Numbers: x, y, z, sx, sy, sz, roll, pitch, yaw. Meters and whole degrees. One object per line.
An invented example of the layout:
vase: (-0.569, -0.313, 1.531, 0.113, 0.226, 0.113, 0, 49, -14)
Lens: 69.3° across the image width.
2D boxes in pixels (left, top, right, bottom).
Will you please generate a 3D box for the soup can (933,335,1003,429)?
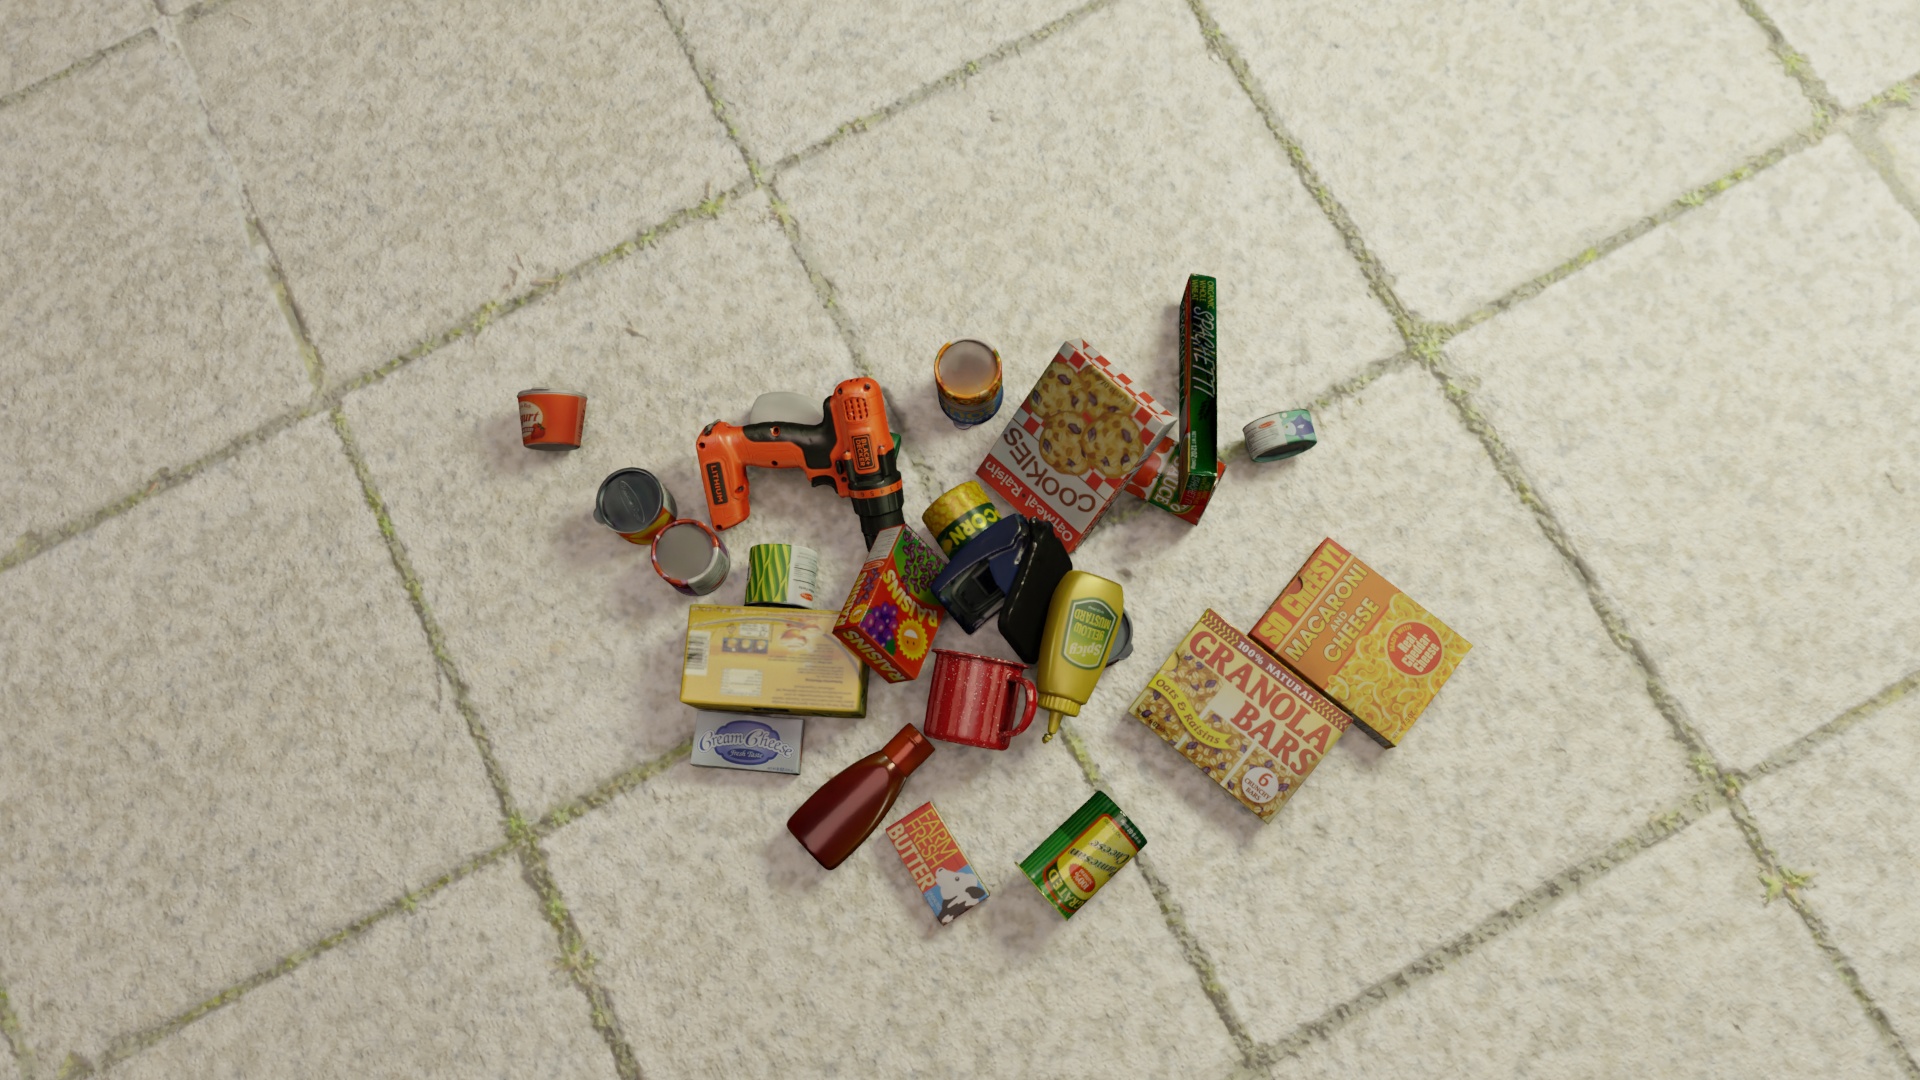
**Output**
soup can: (0.008, -0.154, 1.359, 0.071, 0.083, 0.071, -1, 78, 3)

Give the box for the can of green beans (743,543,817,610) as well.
can of green beans: (-0.172, 0.038, 1.332, 0.071, 0.071, 0.058, 3, 77, 3)

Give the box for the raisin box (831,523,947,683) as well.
raisin box: (-0.059, 0.059, 1.292, 0.040, 0.086, 0.124, -14, 41, 41)

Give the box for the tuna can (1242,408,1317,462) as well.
tuna can: (0.311, -0.101, 1.344, 0.071, 0.071, 0.033, -12, 78, 0)

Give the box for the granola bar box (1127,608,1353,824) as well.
granola bar box: (0.257, 0.161, 1.285, 0.166, 0.039, 0.124, 39, 92, 11)

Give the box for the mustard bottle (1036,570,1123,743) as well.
mustard bottle: (0.103, 0.109, 1.272, 0.065, 0.048, 0.160, 18, 80, -14)

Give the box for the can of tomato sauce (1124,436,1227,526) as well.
can of tomato sauce: (0.205, -0.061, 1.335, 0.083, 0.071, 0.071, 27, 80, 9)

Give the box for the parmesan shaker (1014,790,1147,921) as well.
parmesan shaker: (0.109, 0.283, 1.259, 0.103, 0.071, 0.071, -42, 79, -7)

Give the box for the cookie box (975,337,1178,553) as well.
cookie box: (0.107, -0.088, 1.315, 0.123, 0.040, 0.166, 42, 120, 13)

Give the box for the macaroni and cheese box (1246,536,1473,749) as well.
macaroni and cheese box: (0.373, 0.095, 1.306, 0.166, 0.040, 0.124, 39, 81, 10)

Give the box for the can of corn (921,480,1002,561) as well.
can of corn: (0.005, -0.017, 1.334, 0.071, 0.071, 0.058, -33, 77, -5)

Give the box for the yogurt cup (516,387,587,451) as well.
yogurt cup: (-0.406, -0.119, 1.382, 0.072, 0.072, 0.054, -1, 85, 2)

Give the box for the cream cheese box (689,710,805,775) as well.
cream cheese box: (-0.201, 0.192, 1.318, 0.104, 0.024, 0.053, 4, 76, 3)

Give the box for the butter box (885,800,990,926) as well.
butter box: (-0.022, 0.298, 1.285, 0.053, 0.024, 0.103, -32, 78, -5)

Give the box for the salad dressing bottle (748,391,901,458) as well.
salad dressing bottle: (-0.134, -0.105, 1.375, 0.148, 0.044, 0.064, 15, 90, 5)

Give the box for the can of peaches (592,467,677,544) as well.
can of peaches: (-0.318, -0.032, 1.359, 0.071, 0.058, 0.071, -1, 78, 3)

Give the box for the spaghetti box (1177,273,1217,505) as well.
spaghetti box: (0.226, -0.148, 1.324, 0.029, 0.050, 0.251, 7, 57, 0)

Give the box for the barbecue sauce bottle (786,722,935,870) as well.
barbecue sauce bottle: (-0.089, 0.234, 1.293, 0.149, 0.043, 0.065, -44, 79, -8)

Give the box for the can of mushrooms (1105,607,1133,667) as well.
can of mushrooms: (0.132, 0.089, 1.322, 0.071, 0.033, 0.071, -1, 76, 2)

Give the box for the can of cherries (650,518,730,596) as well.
can of cherries: (-0.263, 0.015, 1.345, 0.071, 0.058, 0.071, 0, 77, 2)
